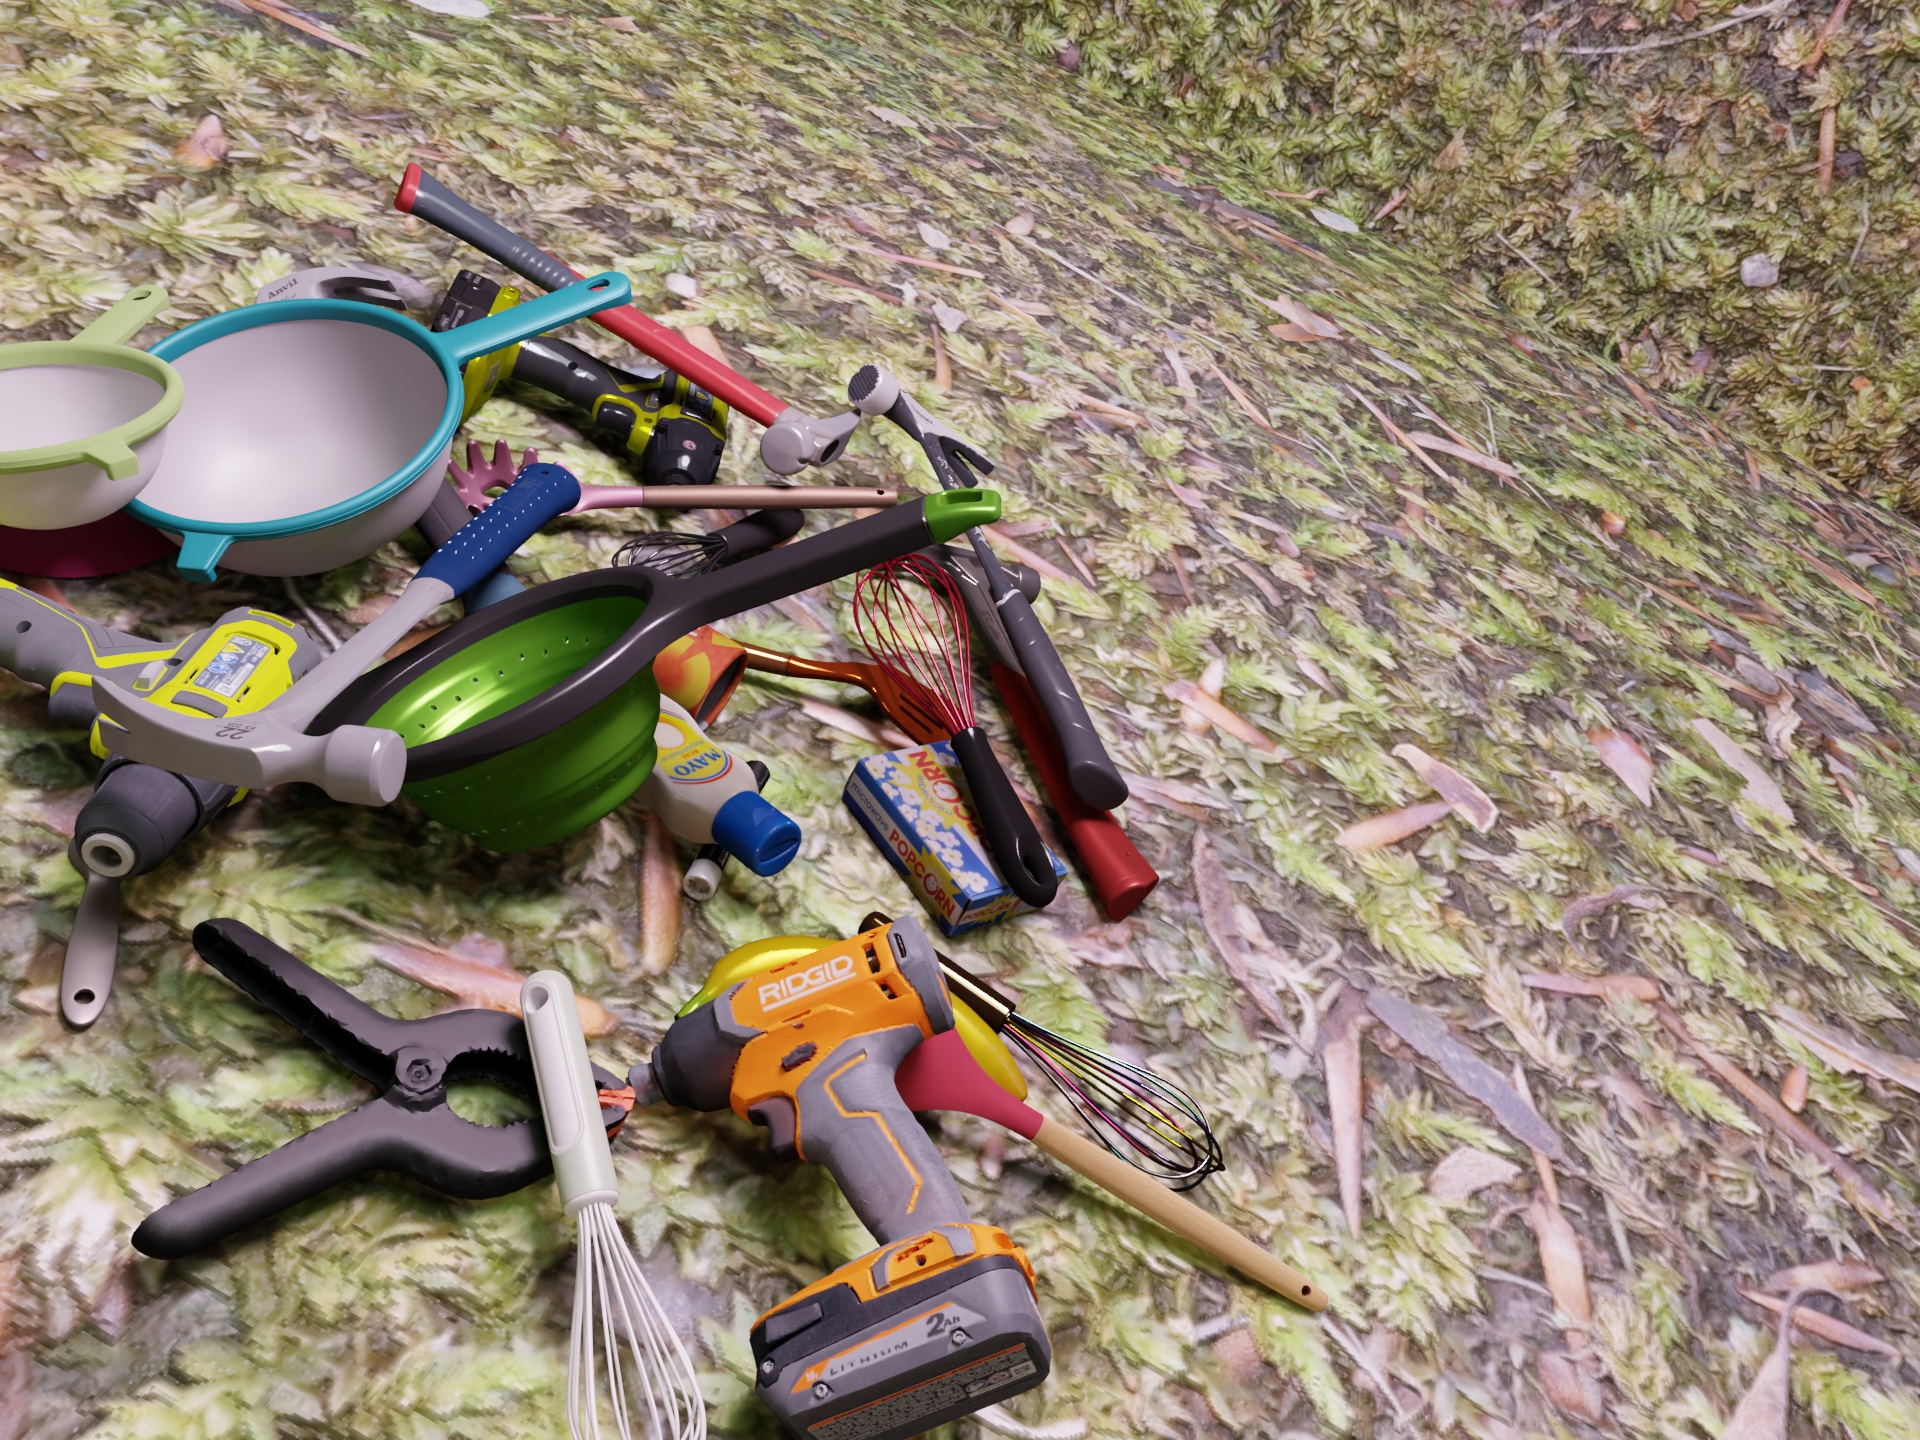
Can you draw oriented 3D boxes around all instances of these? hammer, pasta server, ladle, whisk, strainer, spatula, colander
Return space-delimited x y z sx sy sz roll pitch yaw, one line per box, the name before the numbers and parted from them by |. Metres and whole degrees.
hammer | -0.296 -0.068 0.858 0.144 0.035 0.406 8 26 3
pasta server | -0.197 -0.162 1.125 0.316 0.040 0.060 -2 63 -16
hammer | 0.045 -0.006 1.134 0.149 0.036 0.360 8 39 -31
ladle | 0.061 0.229 0.837 0.315 0.031 0.069 32 69 -5
whisk | -0.002 -0.003 1.022 0.073 0.073 0.296 1 48 -33
strainer | -0.491 -0.172 0.886 0.151 0.069 0.257 1 33 -5
strainer | -0.352 -0.186 0.994 0.340 0.095 0.211 -30 58 -25
whisk | -0.170 -0.122 1.129 0.055 0.055 0.239 34 28 10
whisk | 0.043 0.184 0.898 0.245 0.051 0.047 33 13 15
spatula | -0.142 -0.035 1.066 0.322 0.041 0.081 14 35 -12
colander | -0.154 -0.020 0.840 0.397 0.094 0.205 -18 25 10
hammer | -0.379 -0.183 1.055 0.128 0.033 0.331 -35 68 -10
hammer | -0.254 -0.307 1.202 0.386 0.038 0.143 33 24 4
whisk | -0.157 0.215 0.683 0.059 0.058 0.247 45 19 -56
hammer | 0.030 -0.098 1.160 0.149 0.036 0.409 28 29 -47

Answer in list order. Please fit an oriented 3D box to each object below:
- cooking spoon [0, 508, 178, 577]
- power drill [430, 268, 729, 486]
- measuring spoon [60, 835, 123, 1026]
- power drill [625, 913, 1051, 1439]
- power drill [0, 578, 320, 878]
cooking spoon | -0.578 -0.086 0.845 0.069 0.017 0.319 44 38 24
power drill | -0.284 -0.241 1.189 0.223 0.080 0.171 19 35 -17
measuring spoon | -0.400 0.089 0.737 0.034 0.018 0.124 7 39 -26
power drill | -0.063 0.208 0.729 0.164 0.084 0.227 -20 48 -2
power drill | -0.453 -0.015 0.775 0.228 0.080 0.191 20 30 -10
